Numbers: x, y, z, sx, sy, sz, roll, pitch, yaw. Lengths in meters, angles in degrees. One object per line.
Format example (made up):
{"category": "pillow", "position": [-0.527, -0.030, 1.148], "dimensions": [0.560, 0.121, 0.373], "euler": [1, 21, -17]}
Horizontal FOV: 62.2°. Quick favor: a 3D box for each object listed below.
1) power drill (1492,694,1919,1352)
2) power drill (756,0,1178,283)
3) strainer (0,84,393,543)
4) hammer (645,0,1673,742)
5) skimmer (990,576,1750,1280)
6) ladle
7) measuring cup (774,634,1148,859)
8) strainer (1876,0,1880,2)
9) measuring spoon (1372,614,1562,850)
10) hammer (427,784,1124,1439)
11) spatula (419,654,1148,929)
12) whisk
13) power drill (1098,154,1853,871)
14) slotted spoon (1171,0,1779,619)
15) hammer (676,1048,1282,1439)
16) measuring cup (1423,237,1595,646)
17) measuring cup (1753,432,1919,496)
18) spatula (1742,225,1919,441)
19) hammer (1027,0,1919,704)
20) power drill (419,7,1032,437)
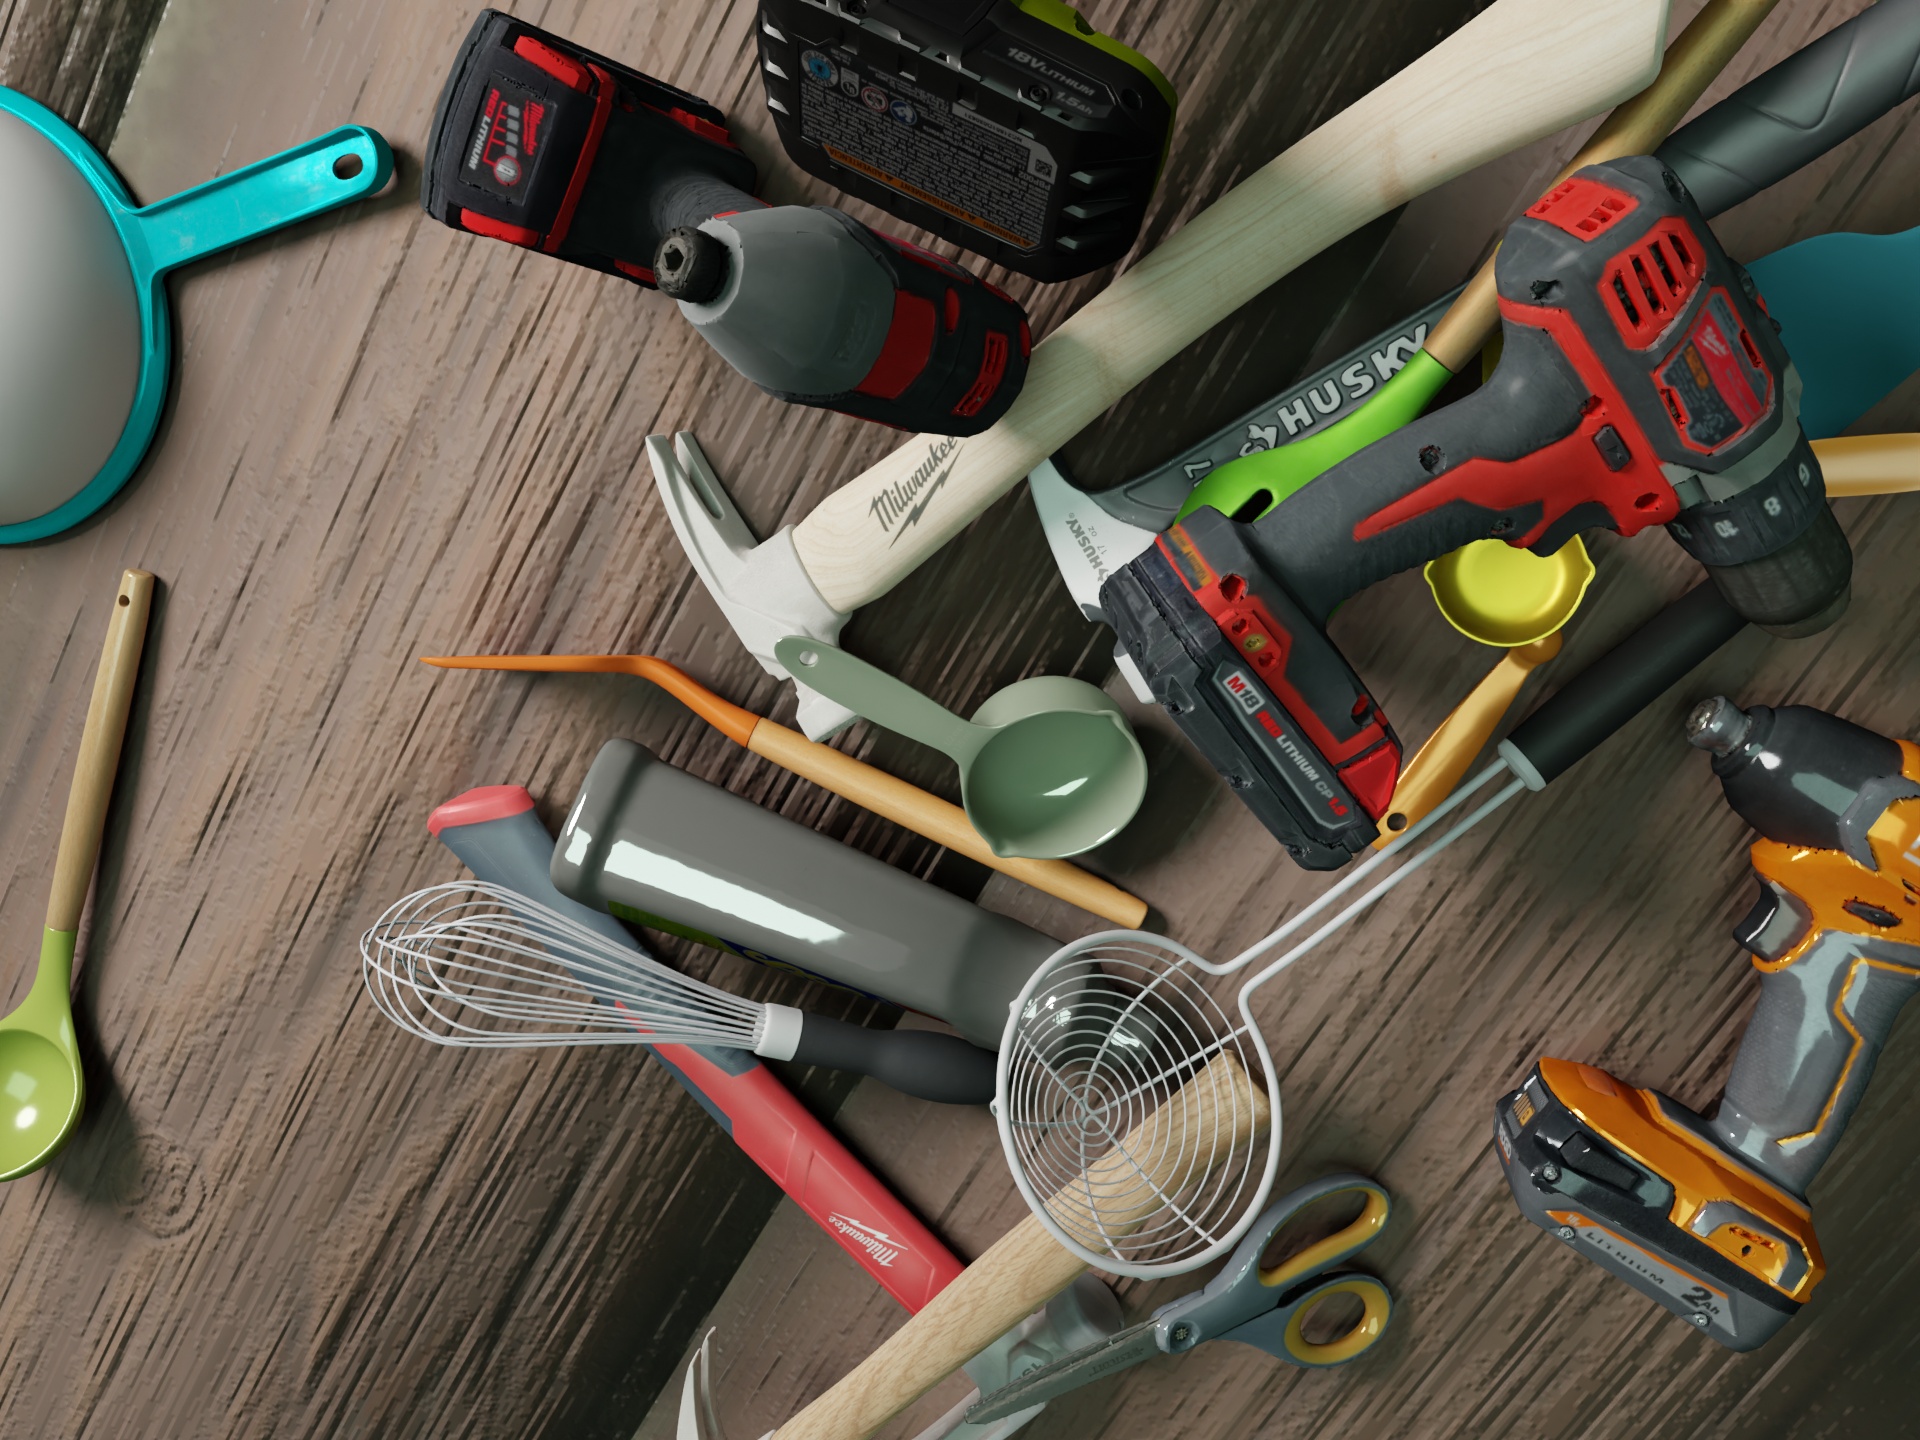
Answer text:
{"category": "power drill", "position": [0.305, 0.108, 0.613], "dimensions": [0.164, 0.084, 0.226], "euler": [33, 103, 3]}
{"category": "power drill", "position": [0.047, -0.264, 0.532], "dimensions": [0.171, 0.080, 0.223], "euler": [27, 69, 6]}
{"category": "strainer", "position": [-0.409, -0.193, 0.681], "dimensions": [0.340, 0.095, 0.211], "euler": [-14, 99, 16]}
{"category": "hammer", "position": [0.055, -0.148, 0.583], "dimensions": [0.410, 0.038, 0.146], "euler": [-32, 89, 28]}
{"category": "skimmer", "position": [0.169, 0.060, 0.589], "dimensions": [0.363, 0.090, 0.127], "euler": [-39, 94, 5]}
{"category": "ladle", "position": [-0.439, 0.079, 0.771], "dimensions": [0.078, 0.062, 0.320], "euler": [21, 103, 6]}
{"category": "measuring cup", "position": [-0.001, -0.002, 0.640], "dimensions": [0.167, 0.038, 0.083], "euler": [27, 117, -21]}
{"category": "strainer", "position": [0.377, -0.335, 0.478], "dimensions": [0.151, 0.069, 0.256], "euler": [35, 124, -12]}
{"category": "measuring spoon", "position": [0.203, 0.008, 0.644], "dimensions": [0.021, 0.011, 0.117], "euler": [34, 107, 2]}
{"category": "hammer", "position": [-0.108, 0.185, 0.735], "dimensions": [0.386, 0.038, 0.143], "euler": [45, 109, -1]}
{"category": "spatula", "position": [-0.071, 0.024, 0.686], "dimensions": [0.322, 0.081, 0.041], "euler": [25, 93, 0]}
{"category": "whisk", "position": [-0.109, 0.125, 0.676], "dimensions": [0.284, 0.070, 0.070], "euler": [16, 107, -17]}
{"category": "power drill", "position": [0.183, -0.049, 0.541], "dimensions": [0.226, 0.080, 0.187], "euler": [-39, 117, 11]}
{"category": "slotted spoon", "position": [0.180, -0.146, 0.545], "dimensions": [0.070, 0.031, 0.313], "euler": [41, 112, 4]}
{"category": "hammer", "position": [0.003, 0.255, 0.689], "dimensions": [0.331, 0.031, 0.130], "euler": [-44, 91, 13]}
{"category": "measuring cup", "position": [0.213, -0.106, 0.614], "dimensions": [0.062, 0.029, 0.156], "euler": [1, 91, 20]}
{"category": "measuring cup", "position": [0.368, -0.096, 0.567], "dimensions": [0.173, 0.052, 0.095], "euler": [-2, 102, 14]}
{"category": "spatula", "position": [0.377, -0.210, 0.509], "dimensions": [0.082, 0.044, 0.317], "euler": [44, 118, -5]}
{"category": "hammer", "position": [0.198, -0.161, 0.566], "dimensions": [0.409, 0.036, 0.149], "euler": [-30, 93, 25]}
{"category": "power drill", "position": [-0.091, -0.170, 0.558], "dimensions": [0.220, 0.143, 0.078], "euler": [38, 111, 34]}
